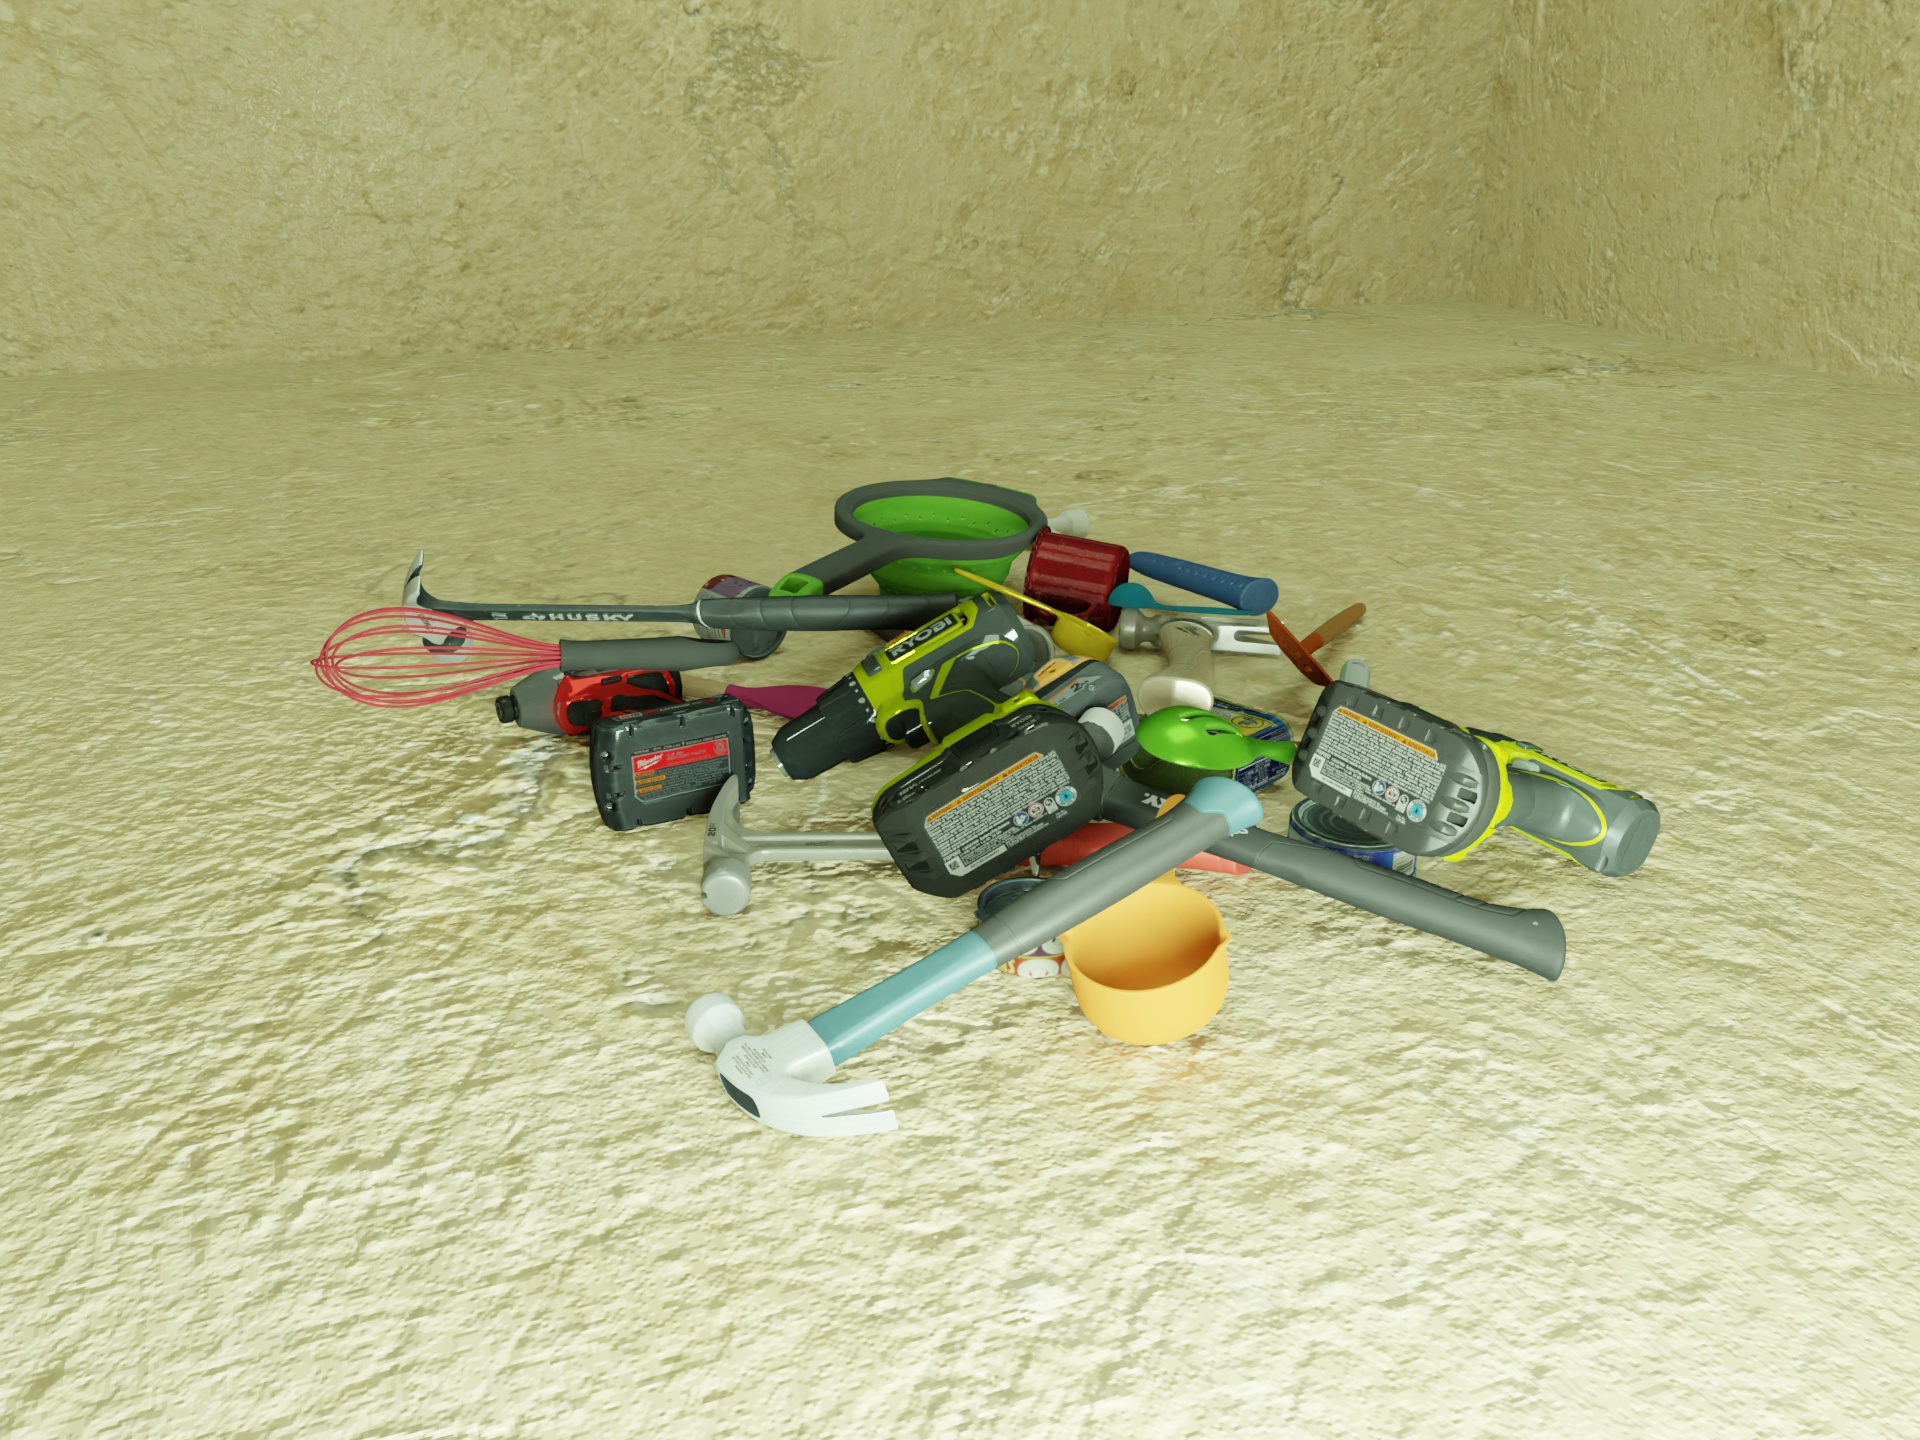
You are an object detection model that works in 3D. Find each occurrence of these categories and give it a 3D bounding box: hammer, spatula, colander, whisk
[{"bbox_3d":[0.022,0.115,0.853,0.331,0.033,0.128,-28,35,-20],"label":"hammer"},{"bbox_3d":[0.199,0.088,0.973,0.335,0.035,0.146,19,40,19],"label":"hammer"},{"bbox_3d":[0.322,-0.078,1.386,0.081,0.041,0.322,50,28,7],"label":"spatula"},{"bbox_3d":[0.188,-0.046,1.243,0.146,0.038,0.411,4,11,8],"label":"hammer"},{"bbox_3d":[-0.058,-0.133,1.468,0.204,0.094,0.397,16,26,23],"label":"colander"},{"bbox_3d":[-0.206,-0.082,1.175,0.409,0.036,0.149,0,-17,-2],"label":"hammer"},{"bbox_3d":[0.163,-0.159,1.576,0.144,0.035,0.406,-12,20,-26],"label":"hammer"},{"bbox_3d":[0.013,0.078,1.048,0.359,0.036,0.149,-1,23,-2],"label":"hammer"},{"bbox_3d":[0.306,-0.009,1.252,0.058,0.059,0.246,18,21,10],"label":"whisk"},{"bbox_3d":[-0.306,-0.047,1.135,0.295,0.073,0.073,-2,22,-18],"label":"whisk"}]

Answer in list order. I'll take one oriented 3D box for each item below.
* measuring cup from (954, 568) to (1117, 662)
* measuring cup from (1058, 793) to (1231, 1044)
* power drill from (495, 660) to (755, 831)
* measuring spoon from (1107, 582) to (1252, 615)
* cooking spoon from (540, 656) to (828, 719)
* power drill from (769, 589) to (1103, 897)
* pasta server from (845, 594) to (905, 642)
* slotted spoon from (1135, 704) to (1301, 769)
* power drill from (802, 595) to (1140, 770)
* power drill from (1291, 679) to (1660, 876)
[{"bbox_3d":[0.062,-0.090,1.394,0.156,0.029,0.062,24,11,-2],"label":"measuring cup"},{"bbox_3d":[0.114,0.112,0.904,0.095,0.052,0.174,-1,34,19],"label":"measuring cup"},{"bbox_3d":[-0.250,0.002,1.177,0.143,0.078,0.220,-12,23,-28],"label":"power drill"},{"bbox_3d":[0.195,-0.108,1.408,0.128,0.021,0.042,6,11,15],"label":"measuring spoon"},{"bbox_3d":[-0.214,-0.026,1.315,0.319,0.017,0.069,11,24,21],"label":"cooking spoon"},{"bbox_3d":[-0.020,0.014,1.014,0.190,0.080,0.229,-30,29,-2],"label":"power drill"},{"bbox_3d":[-0.051,-0.062,1.399,0.060,0.040,0.316,-8,20,-20],"label":"pasta server"},{"bbox_3d":[0.235,0.022,1.073,0.313,0.031,0.070,8,22,-42],"label":"slotted spoon"},{"bbox_3d":[-0.002,-0.004,1.167,0.185,0.084,0.226,-33,35,-21],"label":"power drill"},{"bbox_3d":[0.325,0.038,1.030,0.223,0.080,0.171,10,16,-42],"label":"power drill"}]
